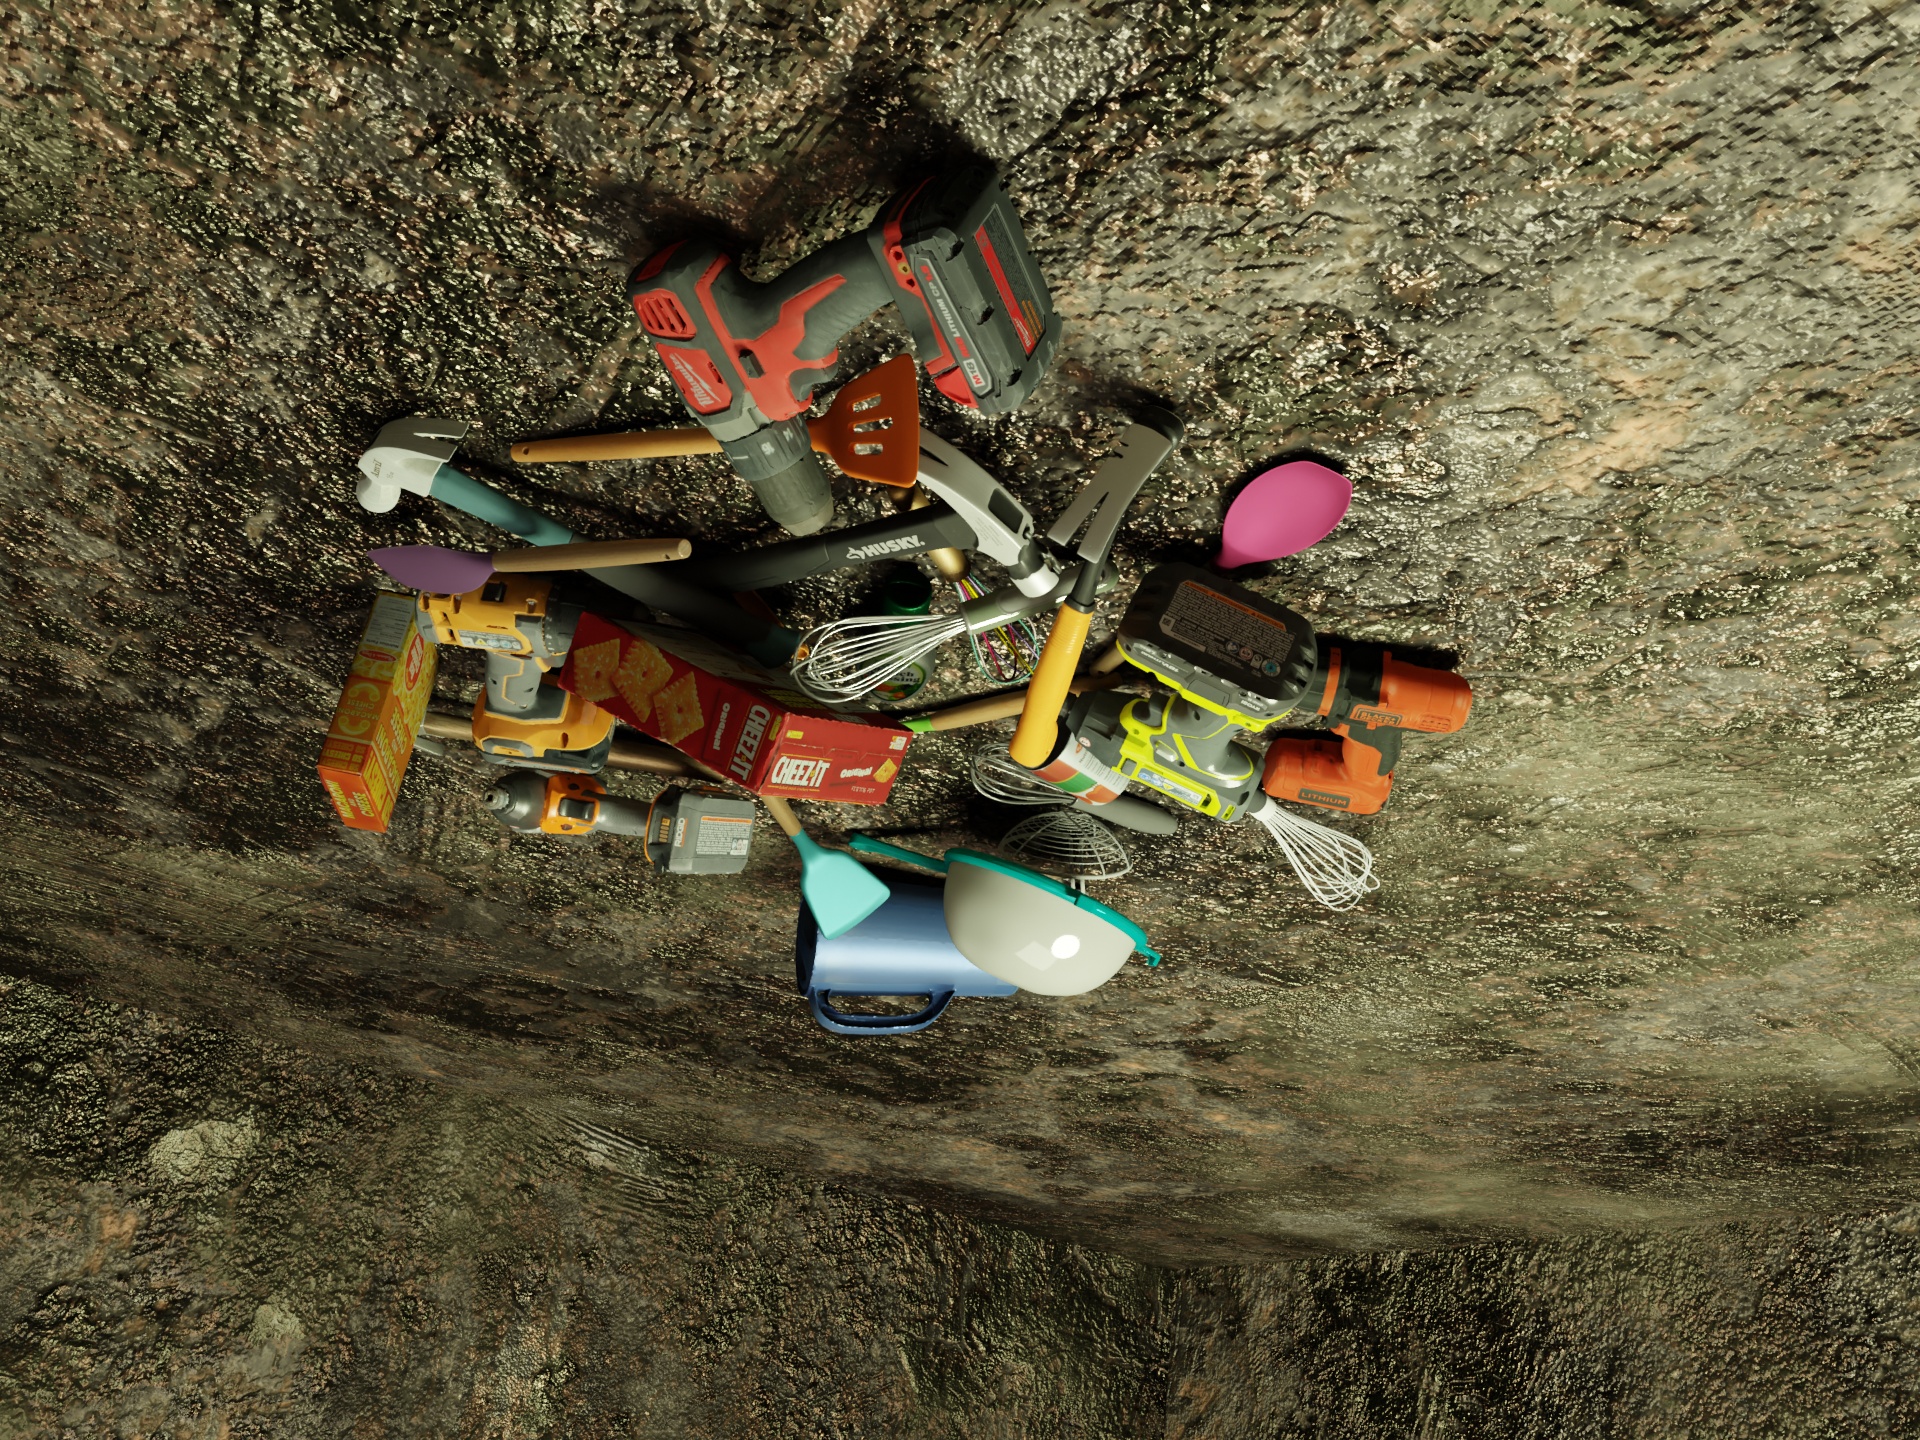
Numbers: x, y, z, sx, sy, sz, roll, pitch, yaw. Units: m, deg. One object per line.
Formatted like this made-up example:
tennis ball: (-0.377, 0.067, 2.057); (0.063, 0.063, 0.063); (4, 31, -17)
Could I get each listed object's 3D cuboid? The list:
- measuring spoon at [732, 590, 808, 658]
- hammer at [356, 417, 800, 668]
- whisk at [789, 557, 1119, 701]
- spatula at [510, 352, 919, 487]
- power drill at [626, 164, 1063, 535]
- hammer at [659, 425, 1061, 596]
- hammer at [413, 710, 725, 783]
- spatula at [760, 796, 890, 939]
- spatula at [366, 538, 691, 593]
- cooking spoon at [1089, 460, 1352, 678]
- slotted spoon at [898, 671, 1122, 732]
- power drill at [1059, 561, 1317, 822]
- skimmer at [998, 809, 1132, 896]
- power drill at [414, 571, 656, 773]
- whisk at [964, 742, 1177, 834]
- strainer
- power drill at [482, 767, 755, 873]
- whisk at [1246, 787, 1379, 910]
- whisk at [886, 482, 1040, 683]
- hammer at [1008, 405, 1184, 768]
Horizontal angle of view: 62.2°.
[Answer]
measuring spoon: (-0.154, -0.084, 1.269); (0.021, 0.011, 0.116); (-6, 146, 26)
hammer: (-0.270, -0.121, 1.149); (0.331, 0.033, 0.128); (26, 152, -15)
whisk: (-0.004, -0.070, 1.129); (0.246, 0.058, 0.059); (-18, 171, -4)
spatula: (-0.165, -0.184, 1.036); (0.323, 0.081, 0.041); (1, -176, 23)
power drill: (-0.060, -0.199, 0.896); (0.227, 0.080, 0.187); (-7, 128, 31)
hammer: (-0.100, -0.121, 1.118); (0.335, 0.035, 0.146); (-7, 141, 40)
hammer: (-0.385, 0.021, 1.494); (0.331, 0.031, 0.130); (10, 164, -9)
spatula: (-0.164, 0.096, 1.536); (0.082, 0.044, 0.317); (-36, 136, -8)
spatula: (-0.309, -0.113, 1.130); (0.316, 0.018, 0.059); (0, 147, 35)
cooking spoon: (0.171, -0.099, 1.138); (0.068, 0.017, 0.319); (22, 150, -15)
slotted spoon: (-0.002, -0.004, 1.361); (0.314, 0.031, 0.070); (-13, 146, 32)
power drill: (0.161, -0.016, 1.181); (0.171, 0.080, 0.223); (26, 153, 6)
skimmer: (0.112, 0.184, 1.620); (0.127, 0.090, 0.363); (8, 154, 10)
power drill: (-0.338, -0.042, 1.330); (0.185, 0.084, 0.226); (6, 148, 1)
whisk: (0.105, 0.067, 1.451); (0.238, 0.055, 0.055); (18, 151, -28)
strainer: (0.013, 0.192, 1.552); (0.340, 0.095, 0.210); (15, 164, 33)
power drill: (-0.328, 0.090, 1.501); (0.226, 0.084, 0.164); (9, 178, 22)
whisk: (0.291, 0.091, 1.440); (0.070, 0.070, 0.284); (-18, 138, 40)
whisk: (0.004, -0.098, 1.167); (0.051, 0.047, 0.244); (-16, 142, 18)
hammer: (0.073, -0.060, 1.084); (0.034, 0.127, 0.336); (30, 147, 10)
